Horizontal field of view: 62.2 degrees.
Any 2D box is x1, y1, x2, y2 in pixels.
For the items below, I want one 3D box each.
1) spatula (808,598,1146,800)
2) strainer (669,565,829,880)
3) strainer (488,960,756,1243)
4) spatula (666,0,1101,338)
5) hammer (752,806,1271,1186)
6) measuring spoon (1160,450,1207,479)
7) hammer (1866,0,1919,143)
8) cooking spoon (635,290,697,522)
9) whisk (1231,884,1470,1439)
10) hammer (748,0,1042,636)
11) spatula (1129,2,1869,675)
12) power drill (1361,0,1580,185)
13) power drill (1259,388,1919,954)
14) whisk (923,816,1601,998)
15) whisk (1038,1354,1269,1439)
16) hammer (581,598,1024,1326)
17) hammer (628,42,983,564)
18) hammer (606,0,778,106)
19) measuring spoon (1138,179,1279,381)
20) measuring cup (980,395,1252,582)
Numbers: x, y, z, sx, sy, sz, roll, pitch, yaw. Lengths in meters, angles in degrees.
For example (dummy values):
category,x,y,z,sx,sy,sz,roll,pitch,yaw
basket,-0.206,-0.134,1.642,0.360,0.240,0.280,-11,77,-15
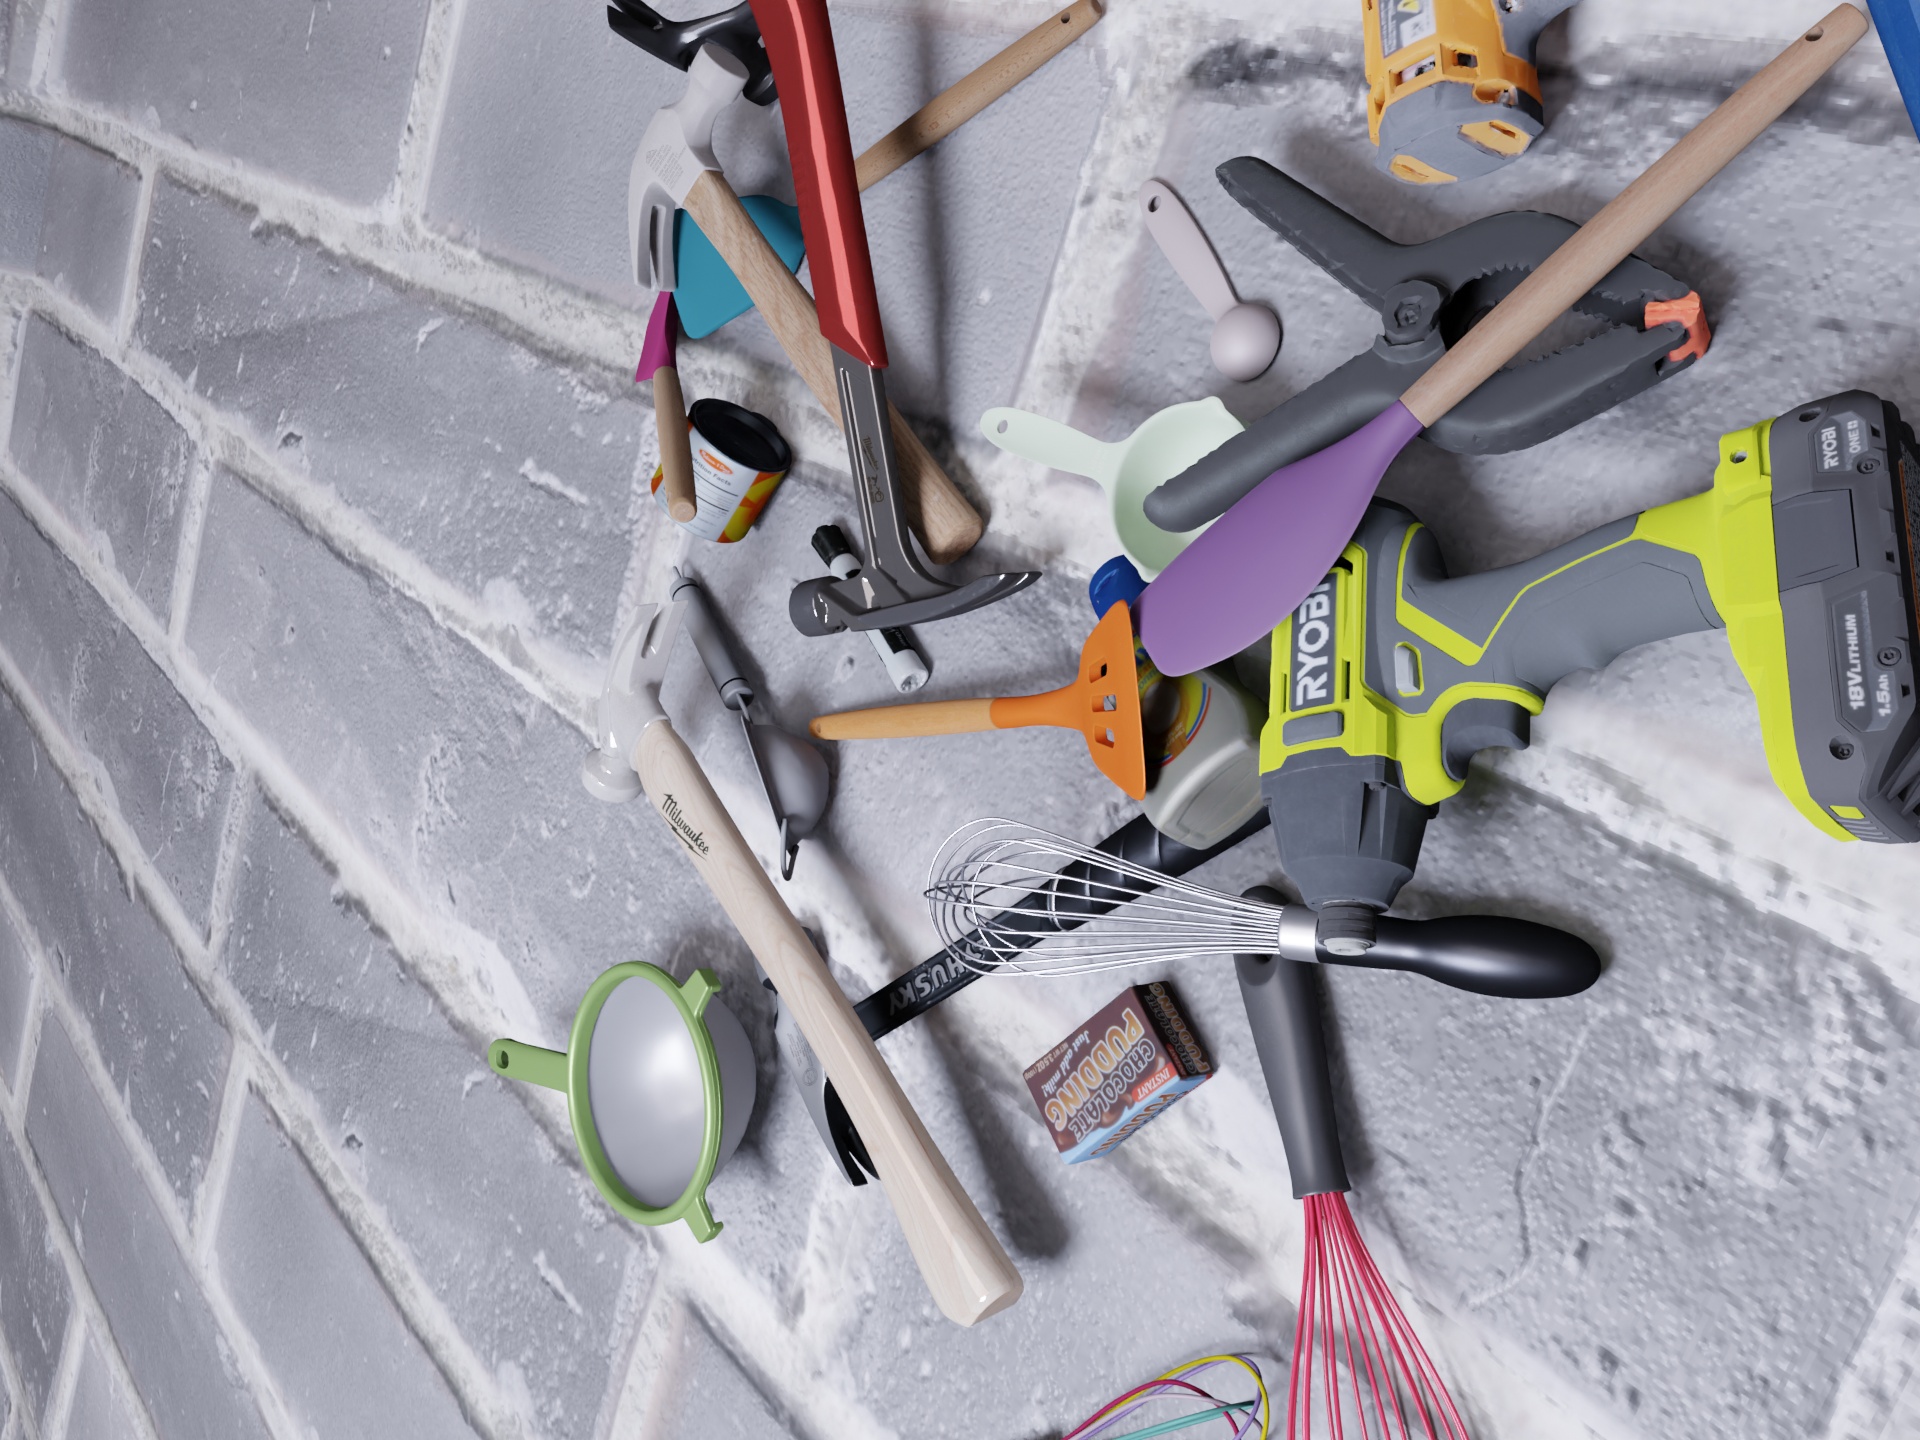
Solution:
category,x,y,z,sx,sy,sz,roll,pitch,yaw
spatula,-0.001,-0.002,0.767,0.323,0.041,0.081,-5,90,57
strainer,-0.127,-0.012,0.937,0.259,0.050,0.086,58,169,38
strainer,-0.202,0.217,0.977,0.256,0.069,0.151,-3,88,46
spatula,-0.051,-0.309,0.876,0.317,0.044,0.082,-20,81,42
hammer,0.039,0.098,0.762,0.409,0.036,0.149,-37,63,38
measuring spoon,0.121,-0.106,0.712,0.117,0.011,0.021,26,103,40
hammer,0.298,-0.104,0.422,0.144,0.035,0.405,-17,84,12
cooking spoon,-0.171,-0.190,0.930,0.068,0.017,0.319,-62,25,25
whisk,0.147,0.208,0.631,0.073,0.073,0.296,-28,61,41
hammer,-0.053,-0.226,0.801,0.149,0.036,0.359,-9,91,40
spatula,0.183,-0.127,0.568,0.316,0.018,0.060,-43,46,19
power drill,0.237,-0.315,0.558,0.226,0.084,0.185,-11,79,50
power drill,0.207,-0.011,0.542,0.223,0.080,0.171,-13,63,42
whisk,0.109,0.081,0.646,0.285,0.070,0.070,3,89,30
whisk,0.052,0.340,0.728,0.245,0.051,0.047,-40,66,40
hammer,-0.087,0.117,0.820,0.411,0.038,0.146,53,137,29
hammer,-0.090,-0.216,0.878,0.130,0.031,0.331,-47,66,32
hammer,-0.039,-0.424,0.832,0.337,0.127,0.034,-13,77,39
measuring spoon,0.106,-0.205,0.725,0.034,0.018,0.124,-45,56,34
measuring cup,0.075,-0.113,0.720,0.168,0.038,0.083,29,104,41
